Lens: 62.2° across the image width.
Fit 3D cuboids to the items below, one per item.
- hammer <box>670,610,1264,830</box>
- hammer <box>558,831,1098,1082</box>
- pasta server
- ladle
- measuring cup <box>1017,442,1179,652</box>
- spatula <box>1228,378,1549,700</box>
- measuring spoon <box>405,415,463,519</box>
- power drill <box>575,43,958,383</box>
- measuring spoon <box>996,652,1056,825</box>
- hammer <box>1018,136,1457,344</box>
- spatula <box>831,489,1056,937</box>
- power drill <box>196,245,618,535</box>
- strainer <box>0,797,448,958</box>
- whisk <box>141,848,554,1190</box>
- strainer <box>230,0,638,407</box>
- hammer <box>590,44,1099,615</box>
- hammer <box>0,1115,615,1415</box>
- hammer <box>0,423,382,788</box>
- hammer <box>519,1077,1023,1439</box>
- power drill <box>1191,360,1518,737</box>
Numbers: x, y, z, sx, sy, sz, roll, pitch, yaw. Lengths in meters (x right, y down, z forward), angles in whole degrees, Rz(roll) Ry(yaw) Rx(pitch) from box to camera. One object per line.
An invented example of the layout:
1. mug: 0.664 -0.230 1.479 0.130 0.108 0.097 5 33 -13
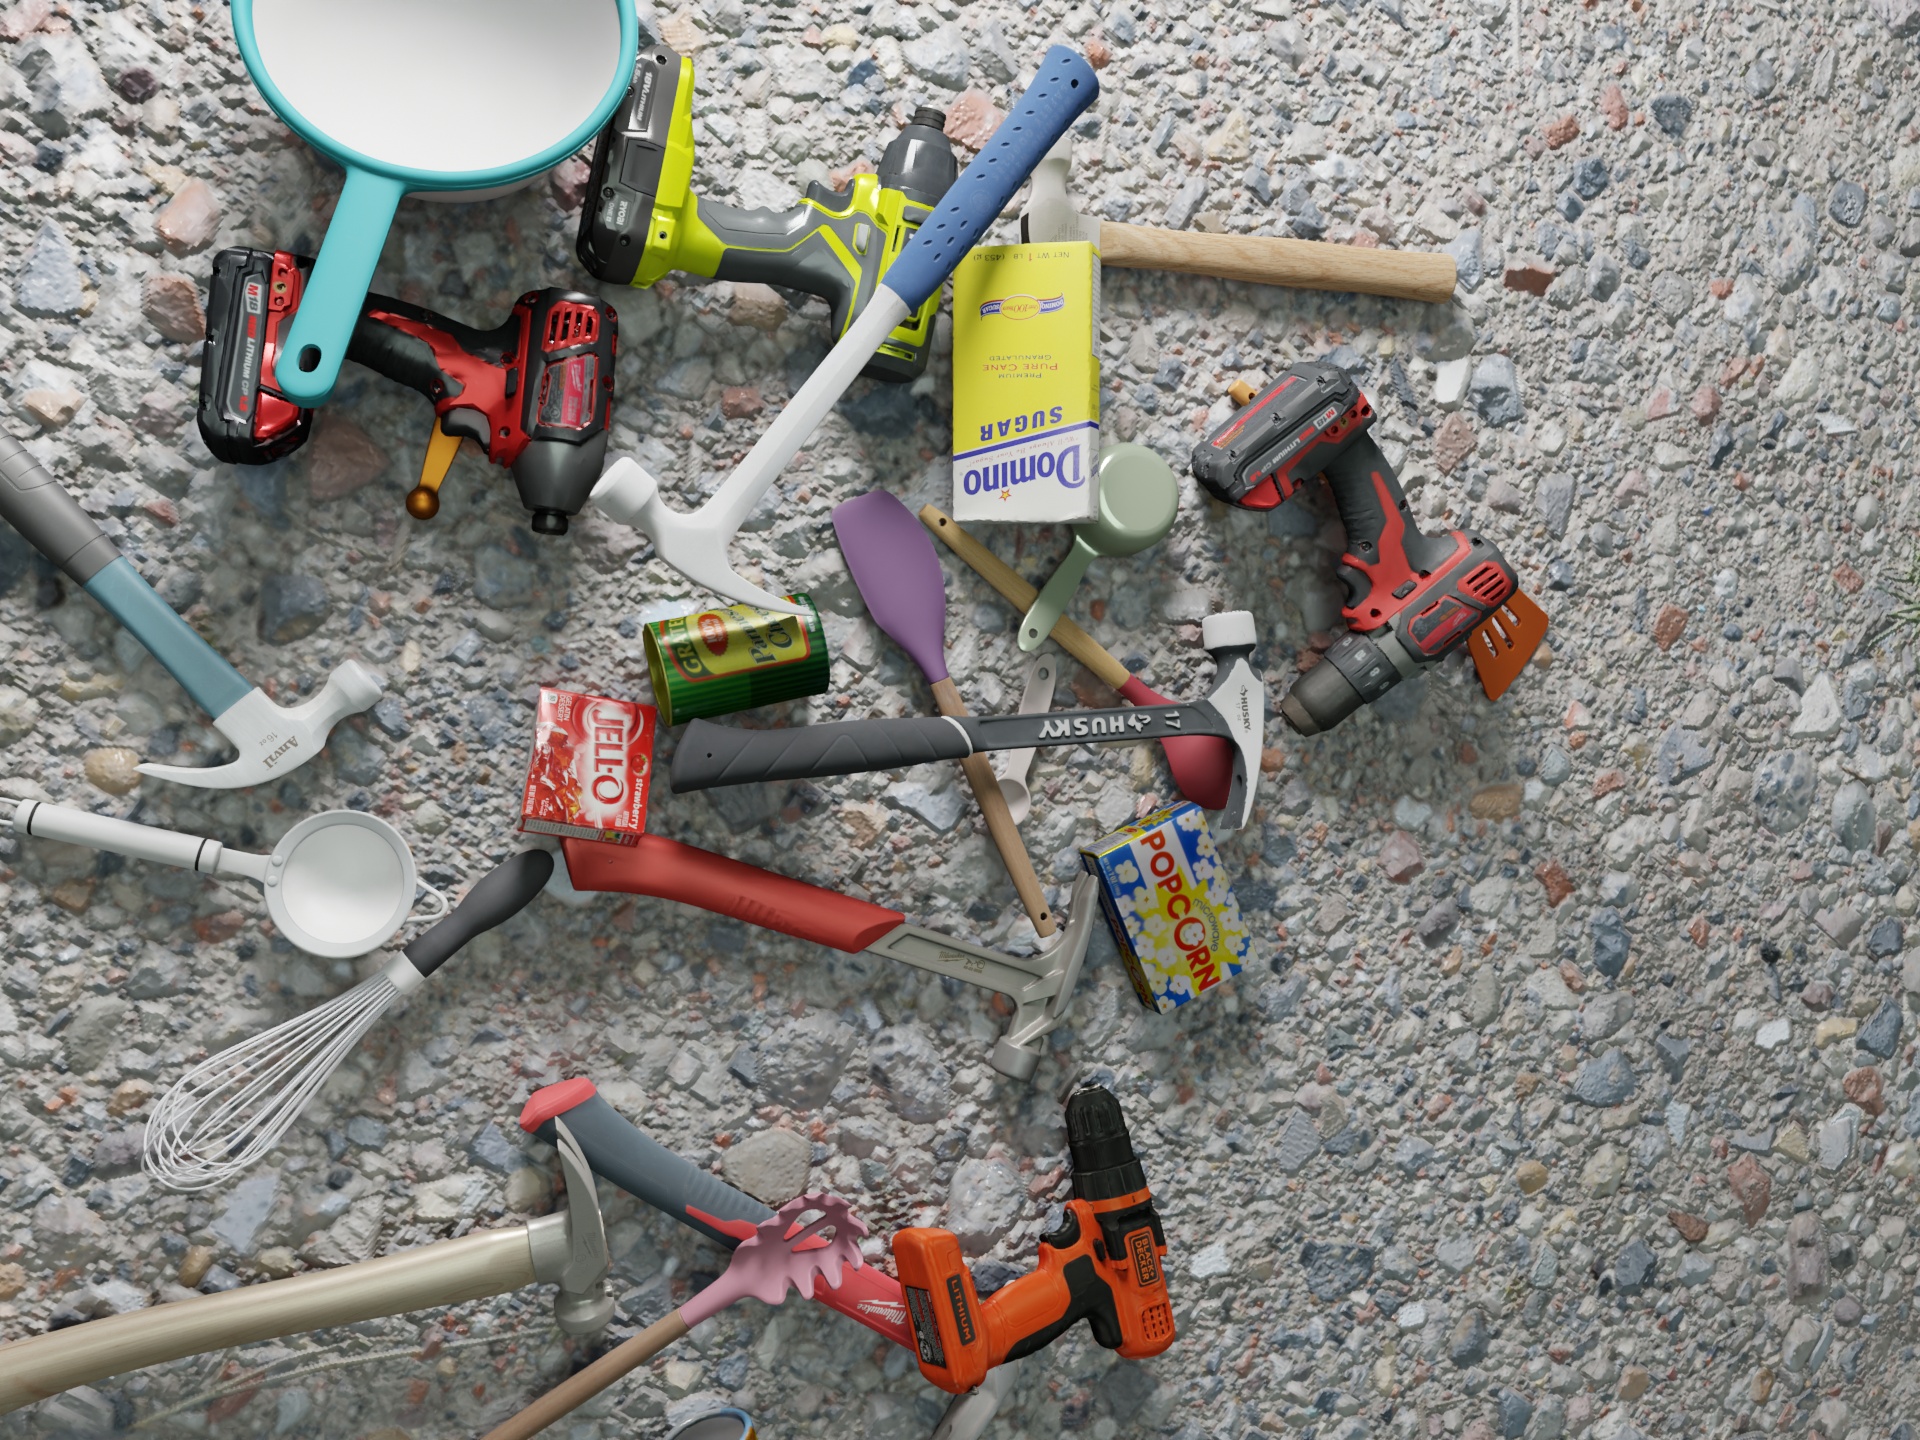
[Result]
1. hammer: 0.016 0.014 1.027 0.408 0.036 0.149 -5 85 -20
2. hammer: -0.084 0.120 1.040 0.359 0.037 0.149 20 87 -19
3. pasta server: -0.195 0.391 0.993 0.316 0.040 0.060 -33 93 -2
4. ladle: 0.093 -0.044 1.093 0.315 0.031 0.069 39 77 -15
5. measuring cup: 0.089 -0.115 1.066 0.083 0.038 0.168 37 72 -15
6. spatula: 0.313 -0.139 1.161 0.322 0.041 0.081 38 82 -13
7. measuring spoon: -0.308 -0.177 0.958 0.021 0.011 0.117 20 87 -19
8. power drill: -0.111 -0.320 0.982 0.223 0.080 0.171 11 91 -22
9. measuring spoon: 0.042 0.013 1.088 0.034 0.018 0.124 20 81 -19
10. hammer: 0.198 -0.318 1.105 0.331 0.031 0.130 0 93 -19
11. spatula: -0.002 -0.003 1.050 0.060 0.018 0.316 -23 92 -18
12. power drill: -0.312 -0.187 0.916 0.219 0.078 0.143 5 88 -19
13. strainer: -0.427 0.079 0.923 0.258 0.050 0.087 15 83 -13
14. whisk: -0.358 0.171 0.945 0.284 0.070 0.070 -41 105 -16
15. strainer: -0.305 -0.314 0.883 0.211 0.095 0.340 16 75 -9
16. hammer: -0.042 -0.243 0.963 0.144 0.035 0.405 41 79 -23
17. hammer: -0.417 0.340 0.929 0.410 0.038 0.146 -9 116 -15
18. hammer: -0.491 -0.095 0.893 0.128 0.033 0.331 -43 105 -12
19. hammer: -0.125 0.359 1.042 0.386 0.038 0.143 35 84 -17
20. power drill: 0.256 -0.114 1.106 0.188 0.080 0.226 -40 106 8
